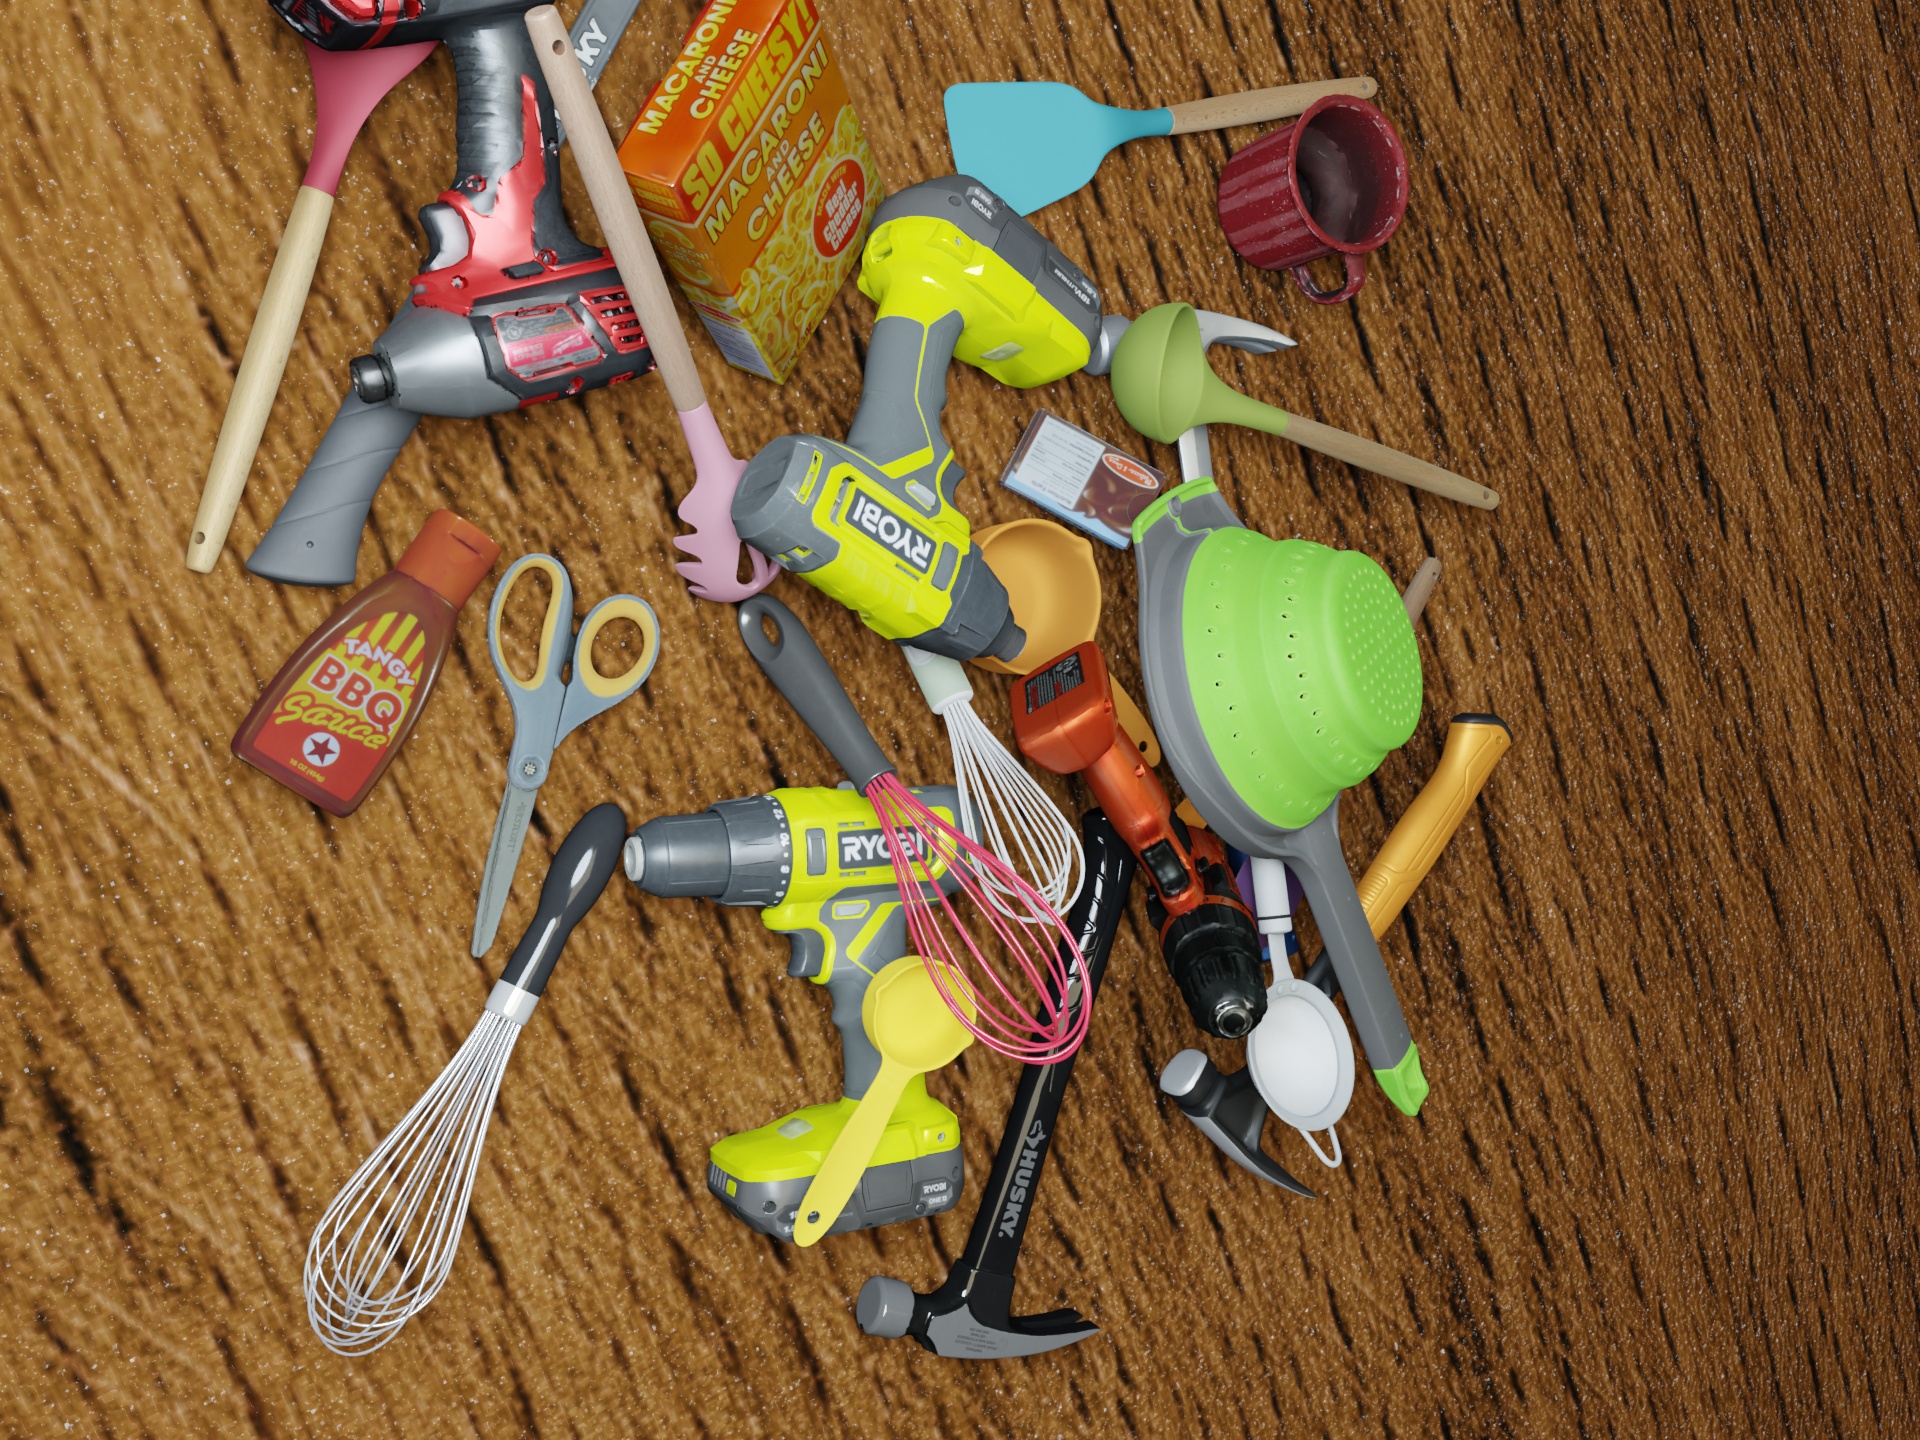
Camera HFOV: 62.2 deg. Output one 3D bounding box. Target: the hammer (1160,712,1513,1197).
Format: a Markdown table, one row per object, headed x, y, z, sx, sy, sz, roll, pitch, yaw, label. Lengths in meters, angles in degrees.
| x | y | z | sx | sy | sz | roll | pitch | yaw | label |
| --- | --- | --- | --- | --- | --- | --- | --- | --- | --- |
| 0.259 | 0.133 | 1.004 | 0.127 | 0.034 | 0.337 | 45 | 71 | -22 | hammer |

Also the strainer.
| x | y | z | sx | sy | sz | roll | pitch | yaw | label |
| --- | --- | --- | --- | --- | --- | --- | --- | --- | --- |
| 0.184 | 0.127 | 0.927 | 0.086 | 0.050 | 0.258 | 1 | 80 | -38 | strainer |

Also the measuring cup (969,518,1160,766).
| x | y | z | sx | sy | sz | roll | pitch | yaw | label |
| --- | --- | --- | --- | --- | --- | --- | --- | --- | --- |
| 0.055 | -0.039 | 0.921 | 0.095 | 0.052 | 0.173 | -46 | 113 | -19 | measuring cup |

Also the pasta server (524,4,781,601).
| x | y | z | sx | sy | sz | roll | pitch | yaw | label |
| --- | --- | --- | --- | --- | --- | --- | --- | --- | --- |
| -0.138 | -0.171 | 0.734 | 0.060 | 0.040 | 0.315 | -39 | 139 | -21 | pasta server |

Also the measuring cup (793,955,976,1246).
| x | y | z | sx | sy | sz | roll | pitch | yaw | label |
| --- | --- | --- | --- | --- | --- | --- | --- | --- | --- |
| -0.047 | 0.191 | 0.807 | 0.062 | 0.029 | 0.156 | 32 | 83 | -24 | measuring cup |

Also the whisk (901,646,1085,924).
| x | y | z | sx | sy | sz | roll | pitch | yaw | label |
| --- | --- | --- | --- | --- | --- | --- | --- | --- | --- |
| -0.001 | -0.003 | 0.852 | 0.058 | 0.059 | 0.246 | -30 | 76 | 16 | whisk |

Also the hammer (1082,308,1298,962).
| x | y | z | sx | sy | sz | roll | pitch | yaw | label |
| --- | --- | --- | --- | --- | --- | --- | --- | --- | --- |
| 0.167 | -0.051 | 0.988 | 0.144 | 0.035 | 0.405 | -13 | 98 | -27 | hammer |

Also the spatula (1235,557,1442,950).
| x | y | z | sx | sy | sz | roll | pitch | yaw | label |
| --- | --- | --- | --- | --- | --- | --- | --- | --- | --- |
| 0.244 | 0.014 | 1.013 | 0.059 | 0.018 | 0.316 | 49 | 61 | -30 | spatula |

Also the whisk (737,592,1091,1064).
| x | y | z | sx | sy | sz | roll | pitch | yaw | label |
| --- | --- | --- | --- | --- | --- | --- | --- | --- | --- |
| -0.032 | 0.047 | 0.803 | 0.073 | 0.073 | 0.296 | -27 | 68 | -24 | whisk |

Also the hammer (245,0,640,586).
| x | y | z | sx | sy | sz | roll | pitch | yaw | label |
| --- | --- | --- | --- | --- | --- | --- | --- | --- | --- |
| -0.232 | -0.245 | 0.773 | 0.149 | 0.036 | 0.409 | 30 | 78 | -24 | hammer |

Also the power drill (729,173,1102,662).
| x | y | z | sx | sy | sz | roll | pitch | yaw | label |
| --- | --- | --- | --- | --- | --- | --- | --- | --- | --- |
| -0.009 | -0.150 | 0.825 | 0.171 | 0.080 | 0.223 | 32 | 65 | -32 | power drill |

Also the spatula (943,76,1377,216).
| x | y | z | sx | sy | sz | roll | pitch | yaw | label |
| --- | --- | --- | --- | --- | --- | --- | --- | --- | --- |
| 0.136 | -0.367 | 0.970 | 0.317 | 0.044 | 0.082 | -21 | 101 | -30 | spatula |

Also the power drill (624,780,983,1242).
| x | y | z | sx | sy | sz | roll | pitch | yaw | label |
| --- | --- | --- | --- | --- | --- | --- | --- | --- | --- |
| -0.080 | 0.147 | 0.843 | 0.190 | 0.080 | 0.228 | -2 | 90 | -29 | power drill |

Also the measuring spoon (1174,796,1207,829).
| x | y | z | sx | sy | sz | roll | pitch | yaw | label |
| --- | --- | --- | --- | --- | --- | --- | --- | --- | --- |
| 0.151 | 0.047 | 0.968 | 0.021 | 0.011 | 0.117 | 44 | 107 | 9 | measuring spoon |

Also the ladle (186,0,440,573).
| x | y | z | sx | sy | sz | roll | pitch | yaw | label |
| --- | --- | --- | --- | --- | --- | --- | --- | --- | --- |
| -0.306 | -0.219 | 0.735 | 0.069 | 0.031 | 0.315 | 16 | 88 | 6 | ladle |

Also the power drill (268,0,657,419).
| x | y | z | sx | sy | sz | roll | pitch | yaw | label |
| --- | --- | --- | --- | --- | --- | --- | --- | --- | --- |
| -0.227 | -0.247 | 0.710 | 0.143 | 0.079 | 0.219 | -23 | 109 | -27 | power drill |

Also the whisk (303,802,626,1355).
| x | y | z | sx | sy | sz | roll | pitch | yaw | label |
| --- | --- | --- | --- | --- | --- | --- | --- | --- | --- |
| -0.236 | 0.167 | 0.777 | 0.070 | 0.070 | 0.285 | 32 | 72 | -25 | whisk |

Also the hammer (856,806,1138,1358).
| x | y | z | sx | sy | sz | roll | pitch | yaw | label |
| --- | --- | --- | --- | --- | --- | --- | --- | --- | --- |
| 0.056 | 0.208 | 0.939 | 0.146 | 0.035 | 0.335 | 22 | 81 | -26 | hammer |

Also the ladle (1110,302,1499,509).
| x | y | z | sx | sy | sz | roll | pitch | yaw | label |
| --- | --- | --- | --- | --- | --- | --- | --- | --- | --- |
| 0.222 | -0.173 | 0.961 | 0.320 | 0.062 | 0.078 | 12 | 89 | -30 | ladle |

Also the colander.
| x | y | z | sx | sy | sz | roll | pitch | yaw | label |
| --- | --- | --- | --- | --- | --- | --- | --- | --- | --- |
| 0.223 | 0.044 | 0.897 | 0.204 | 0.094 | 0.397 | -35 | 106 | -51 | colander |
